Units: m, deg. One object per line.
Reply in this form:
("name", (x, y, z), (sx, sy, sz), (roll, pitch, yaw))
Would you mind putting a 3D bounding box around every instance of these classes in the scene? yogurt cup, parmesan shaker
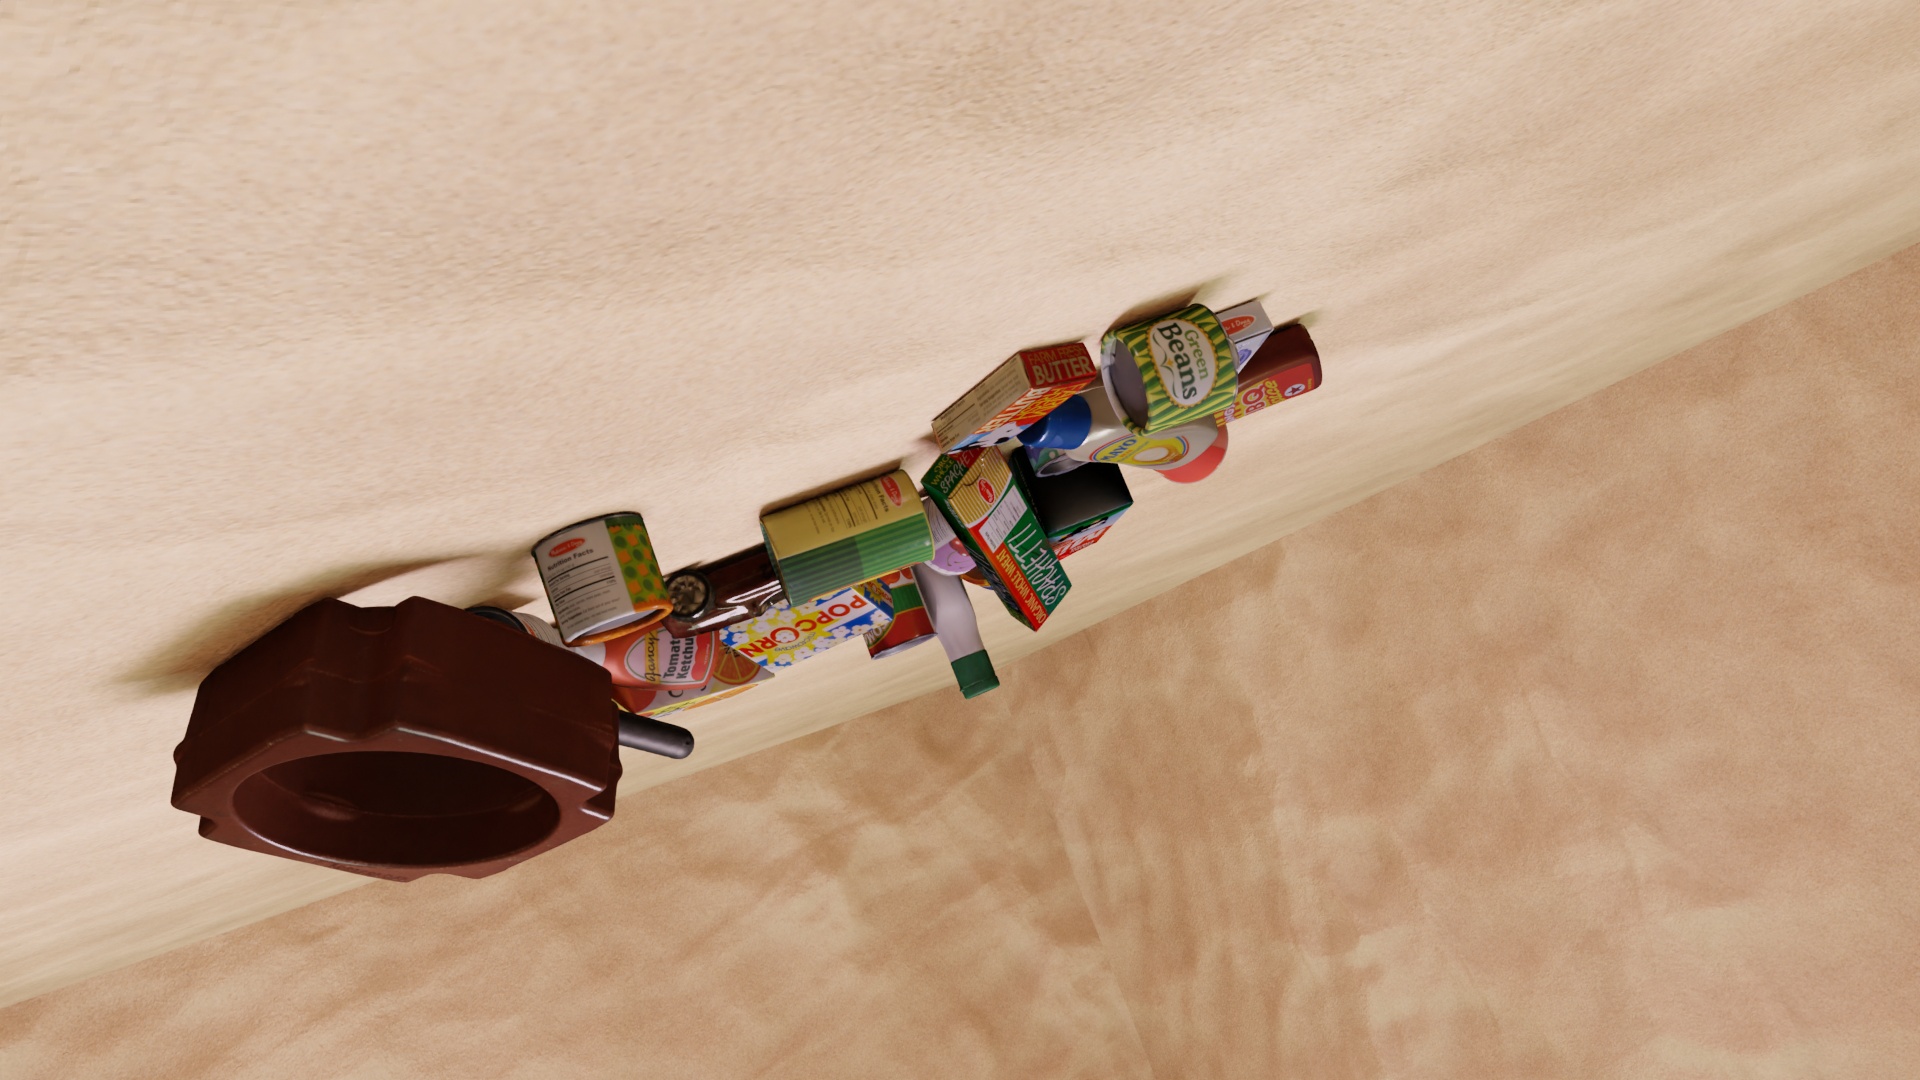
("yogurt cup", (0.166, -0.079, 1.071), (0.072, 0.072, 0.054), (-27, 162, 29))
("parmesan shaker", (-0.078, -0.003, 0.943), (0.103, 0.071, 0.071), (-19, 171, -12))

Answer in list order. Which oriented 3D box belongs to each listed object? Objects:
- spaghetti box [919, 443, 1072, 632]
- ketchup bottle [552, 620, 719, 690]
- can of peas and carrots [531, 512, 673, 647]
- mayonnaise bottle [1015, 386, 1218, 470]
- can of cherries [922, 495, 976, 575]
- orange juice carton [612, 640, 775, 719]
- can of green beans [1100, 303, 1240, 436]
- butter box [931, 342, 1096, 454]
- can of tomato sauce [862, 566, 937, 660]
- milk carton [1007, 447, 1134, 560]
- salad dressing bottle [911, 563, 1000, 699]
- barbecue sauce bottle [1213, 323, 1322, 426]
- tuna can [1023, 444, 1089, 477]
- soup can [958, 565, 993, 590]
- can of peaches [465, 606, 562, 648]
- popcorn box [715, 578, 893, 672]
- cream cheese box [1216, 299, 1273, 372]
("spaghetti box", (0.031, -0.001, 0.995), (0.050, 0.029, 0.249), (-52, 152, -10))
("ketchup bottle", (-0.254, 0.084, 1.066), (0.043, 0.064, 0.149), (13, -174, 38))
("can of peas and carrots", (-0.205, 0.024, 0.803), (0.071, 0.059, 0.071), (-21, 171, -3))
("mayonnaise bottle", (0.101, -0.075, 0.920), (0.148, 0.041, 0.064), (1, 155, -39))
("can of cherries", (0.004, -0.013, 1.062), (0.072, 0.071, 0.058), (-16, 168, -34))
("orange juice carton", (-0.256, 0.109, 1.158), (0.071, 0.073, 0.193), (-27, 170, 40))
("can of green beans", (0.122, -0.100, 0.820), (0.058, 0.071, 0.071), (-19, 171, -13))
("butter box", (0.031, -0.084, 0.835), (0.053, 0.024, 0.103), (-14, 169, -36))
("can of tomato sauce", (-0.068, 0.061, 1.292), (0.071, 0.083, 0.071), (-21, 171, -3))
("milk carton", (0.076, -0.028, 1.129), (0.073, 0.072, 0.190), (-21, 172, -10))
("salad dressing bottle", (-0.006, 0.076, 1.319), (0.044, 0.148, 0.064), (-19, 171, -15))
("barbecue sauce bottle", (0.185, -0.106, 1.008), (0.148, 0.044, 0.064), (-22, 157, 5))
("tuna can", (0.078, -0.072, 0.993), (0.071, 0.033, 0.071), (-21, 171, -3))
("soup can", (0.024, 0.010, 1.268), (0.071, 0.071, 0.084), (-23, 170, 8))
("can of peaches", (-0.296, 0.078, 0.888), (0.071, 0.071, 0.058), (-22, 172, 2))
("popcorn box", (-0.130, 0.056, 1.141), (0.126, 0.038, 0.085), (-25, 141, 20))
("cream cheese box", (0.167, -0.124, 0.921), (0.053, 0.024, 0.103), (-20, 171, -6))
